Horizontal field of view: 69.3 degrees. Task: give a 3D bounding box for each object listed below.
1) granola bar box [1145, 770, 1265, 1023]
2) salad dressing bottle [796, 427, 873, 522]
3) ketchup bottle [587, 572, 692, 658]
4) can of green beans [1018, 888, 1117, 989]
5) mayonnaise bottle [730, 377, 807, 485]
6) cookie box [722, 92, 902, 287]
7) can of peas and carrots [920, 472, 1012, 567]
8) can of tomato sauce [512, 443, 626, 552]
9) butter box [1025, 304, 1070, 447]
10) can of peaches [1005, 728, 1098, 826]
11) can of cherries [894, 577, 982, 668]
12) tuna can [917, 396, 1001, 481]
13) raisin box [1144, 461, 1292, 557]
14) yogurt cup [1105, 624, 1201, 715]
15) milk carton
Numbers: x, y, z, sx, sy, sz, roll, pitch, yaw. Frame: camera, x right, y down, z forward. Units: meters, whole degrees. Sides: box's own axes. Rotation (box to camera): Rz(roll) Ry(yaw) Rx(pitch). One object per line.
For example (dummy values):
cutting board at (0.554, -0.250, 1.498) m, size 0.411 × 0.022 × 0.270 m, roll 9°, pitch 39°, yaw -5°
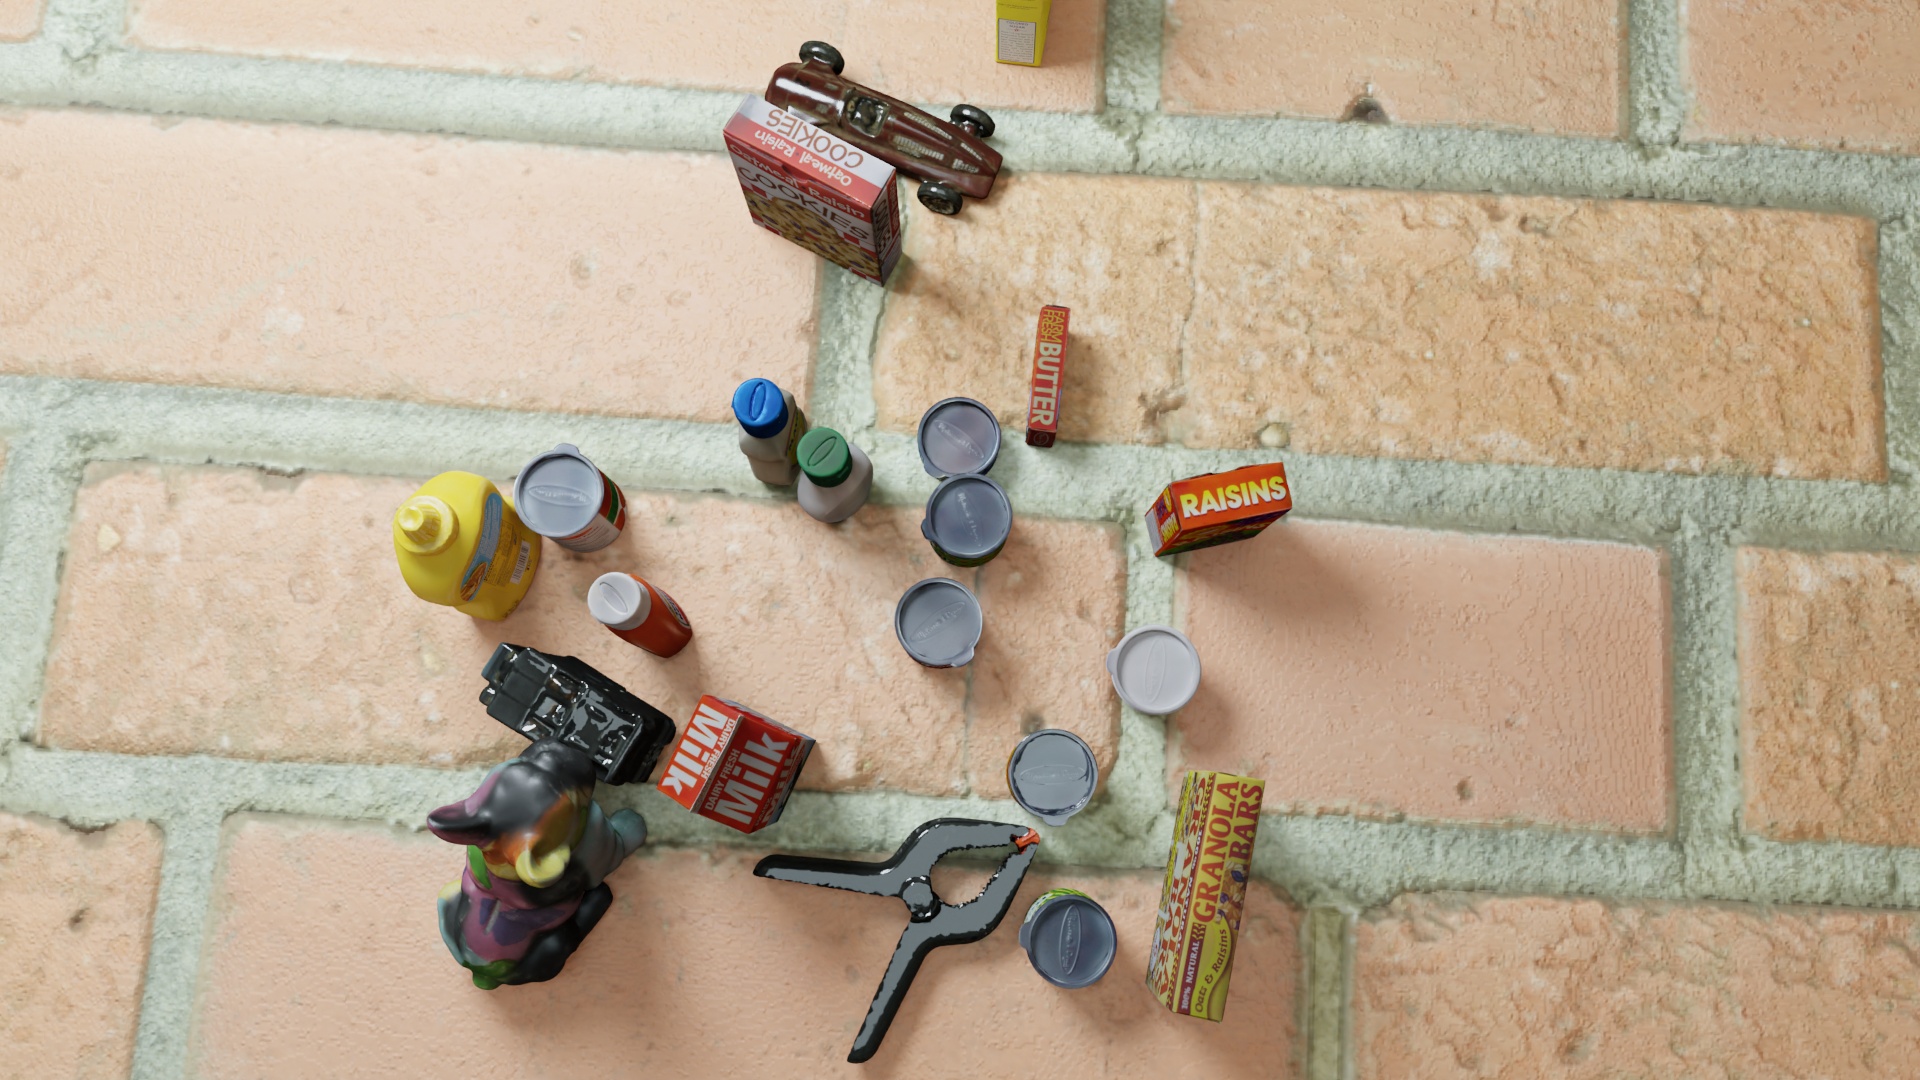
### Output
granola bar box at (0.174, 0.251, 1.003) m, size 0.039 × 0.124 × 0.166 m, roll 12°, pitch 80°, yaw 1°
salad dressing bottle at (-0.096, -0.050, 1.038) m, size 0.044 × 0.147 × 0.064 m, roll 42°, pitch 83°, yaw 6°
ketchup bottle at (-0.238, 0.052, 1.018) m, size 0.043 × 0.148 × 0.065 m, roll -43°, pitch 84°, yaw -7°
can of green beans at (0.080, 0.293, 1.027) m, size 0.071 × 0.057 × 0.071 m, roll 0°, pitch 80°, yaw -1°
mayonnaise bottle at (-0.143, -0.085, 1.043) m, size 0.041 × 0.148 × 0.065 m, roll 11°, pitch 81°, yaw 1°
cookie box at (-0.109, -0.263, 1.065) m, size 0.123 × 0.167 × 0.040 m, roll 28°, pitch 81°, yaw 4°
can of peas and carrots at (0.004, -0.014, 1.079) m, size 0.071 × 0.058 × 0.071 m, roll 0°, pitch 80°, yaw -1°
can of tomato sauce at (-0.297, -0.031, 1.064) m, size 0.071 × 0.083 × 0.071 m, roll 0°, pitch 81°, yaw -1°
butter box at (0.069, -0.130, 1.103) m, size 0.024 × 0.053 × 0.103 m, roll 7°, pitch 80°, yaw 0°
can of peaches at (0.068, 0.178, 1.047) m, size 0.071 × 0.058 × 0.071 m, roll 0°, pitch 80°, yaw -1°
can of cherries at (-0.016, 0.067, 1.065) m, size 0.071 × 0.058 × 0.071 m, roll 0°, pitch 80°, yaw -1°
tuna can at (-0.003, -0.076, 1.103) m, size 0.071 × 0.032 × 0.071 m, roll 0°, pitch 80°, yaw -1°
raisin box at (0.193, -0.023, 1.051) m, size 0.086 × 0.123 × 0.040 m, roll -11°, pitch 81°, yaw -3°
yogurt cup at (0.146, 0.100, 1.064) m, size 0.072 × 0.054 × 0.072 m, roll 0°, pitch 80°, yaw -1°
milk carton at (-0.157, 0.157, 0.980) m, size 0.073 × 0.190 × 0.072 m, roll 25°, pitch 81°, yaw 3°
